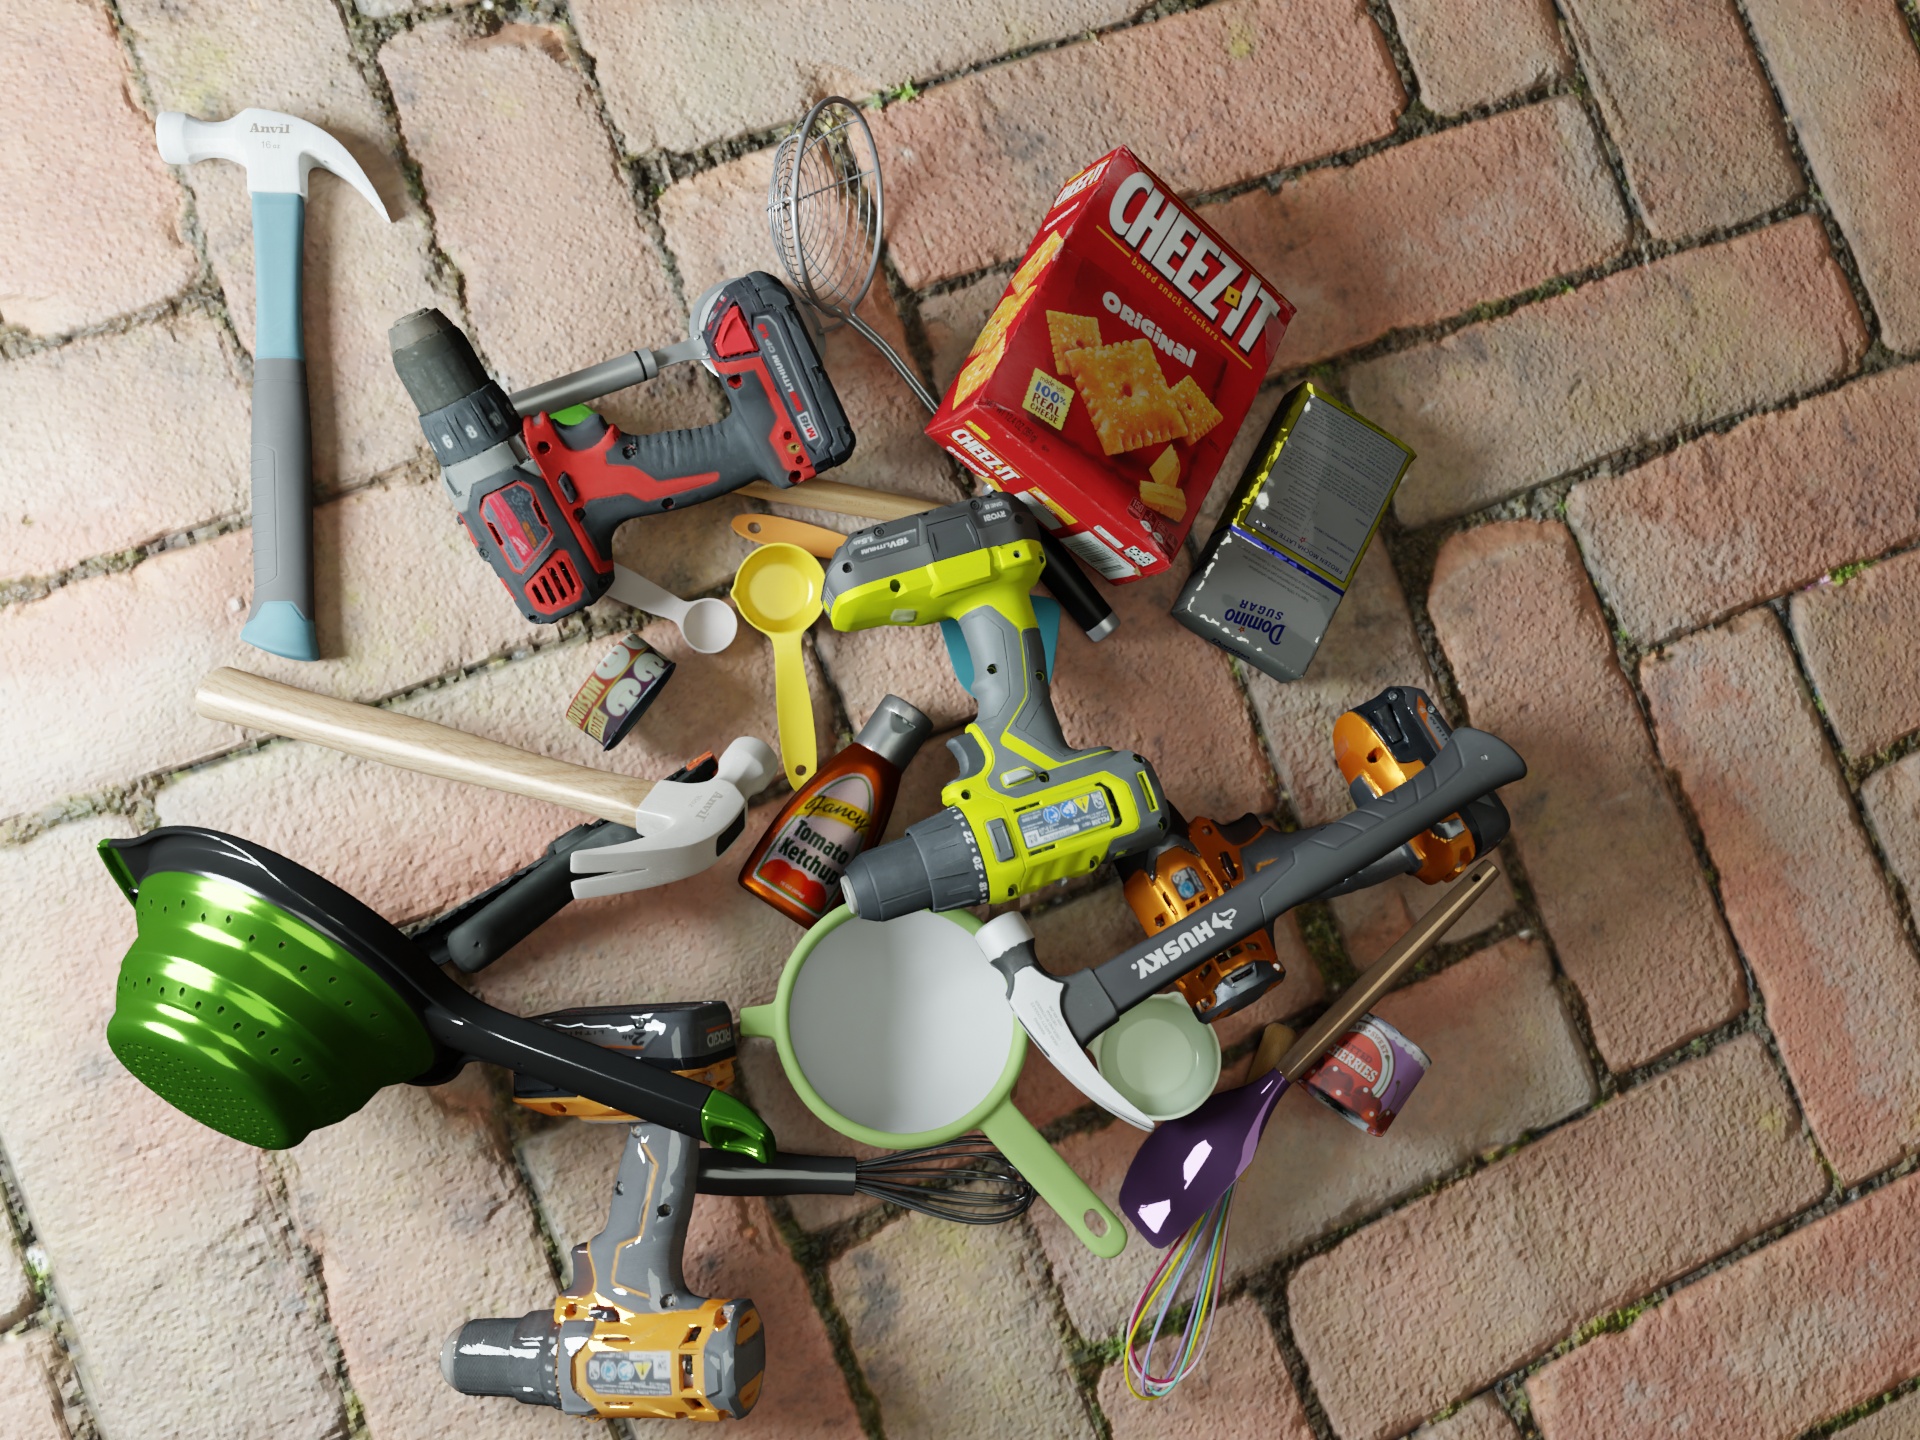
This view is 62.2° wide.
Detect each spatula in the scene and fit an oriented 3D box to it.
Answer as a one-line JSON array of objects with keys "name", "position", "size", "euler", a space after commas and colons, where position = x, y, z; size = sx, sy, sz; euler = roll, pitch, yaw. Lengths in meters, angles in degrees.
[{"name": "spatula", "position": [0.217, 0.200, 0.987], "size": [0.316, 0.018, 0.060], "euler": [-45, 54, 3]}, {"name": "spatula", "position": [0.027, 0.074, 0.994], "size": [0.082, 0.044, 0.317], "euler": [1, 85, -11]}]

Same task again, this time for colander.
[{"name": "colander", "position": [-0.287, 0.177, 0.800], "size": [0.397, 0.204, 0.095], "euler": [16, 51, 14]}]

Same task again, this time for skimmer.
[{"name": "skimmer", "position": [0.004, -0.211, 0.991], "size": [0.090, 0.127, 0.363], "euler": [-34, 98, 32]}]

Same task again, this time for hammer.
[{"name": "hammer", "position": [0.187, 0.104, 0.928], "size": [0.335, 0.035, 0.146], "euler": [-30, 71, -7]}, {"name": "hammer", "position": [-0.405, -0.199, 0.944], "size": [0.128, 0.033, 0.331], "euler": [-2, 85, -10]}, {"name": "hammer", "position": [-0.278, 0.022, 0.884], "size": [0.331, 0.130, 0.031], "euler": [13, 126, 12]}]

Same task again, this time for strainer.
[{"name": "strainer", "position": [-0.183, -0.219, 0.966], "size": [0.258, 0.050, 0.087], "euler": [-24, 75, -17]}, {"name": "strainer", "position": [-0.001, 0.220, 0.946], "size": [0.151, 0.069, 0.256], "euler": [-41, 82, -22]}]

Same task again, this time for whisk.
[{"name": "whisk", "position": [-0.065, 0.274, 0.955], "size": [0.239, 0.055, 0.055], "euler": [4, 84, -7]}, {"name": "whisk", "position": [0.159, 0.305, 0.995], "size": [0.047, 0.051, 0.245], "euler": [24, 78, -2]}]

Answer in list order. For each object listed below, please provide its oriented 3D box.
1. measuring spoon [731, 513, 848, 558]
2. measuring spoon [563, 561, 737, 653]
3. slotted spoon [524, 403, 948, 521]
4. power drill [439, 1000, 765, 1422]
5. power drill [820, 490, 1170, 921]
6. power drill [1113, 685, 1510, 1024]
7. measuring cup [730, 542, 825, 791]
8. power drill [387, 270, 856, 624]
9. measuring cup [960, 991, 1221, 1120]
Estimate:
[{"name": "measuring spoon", "position": [-0.088, -0.111, 1.007], "size": [0.117, 0.011, 0.021], "euler": [13, 72, -6]}, {"name": "measuring spoon", "position": [-0.195, -0.077, 0.983], "size": [0.124, 0.018, 0.034], "euler": [26, 83, 0]}, {"name": "slotted spoon", "position": [-0.137, -0.148, 0.992], "size": [0.313, 0.031, 0.070], "euler": [9, 81, -11]}, {"name": "power drill", "position": [-0.208, 0.279, 0.901], "size": [0.185, 0.084, 0.226], "euler": [-5, 85, 12]}, {"name": "power drill", "position": [-0.001, -0.003, 0.935], "size": [0.190, 0.080, 0.228], "euler": [-17, 80, -12]}, {"name": "power drill", "position": [0.206, 0.068, 0.998], "size": [0.226, 0.084, 0.164], "euler": [-27, 71, -11]}, {"name": "measuring cup", "position": [-0.108, -0.033, 0.992], "size": [0.062, 0.029, 0.156], "euler": [-7, 98, -12]}, {"name": "power drill", "position": [-0.194, -0.180, 0.913], "size": [0.226, 0.080, 0.187], "euler": [-27, 112, -4]}, {"name": "measuring cup", "position": [0.080, 0.197, 1.000], "size": [0.167, 0.038, 0.083], "euler": [17, 78, 8]}]
